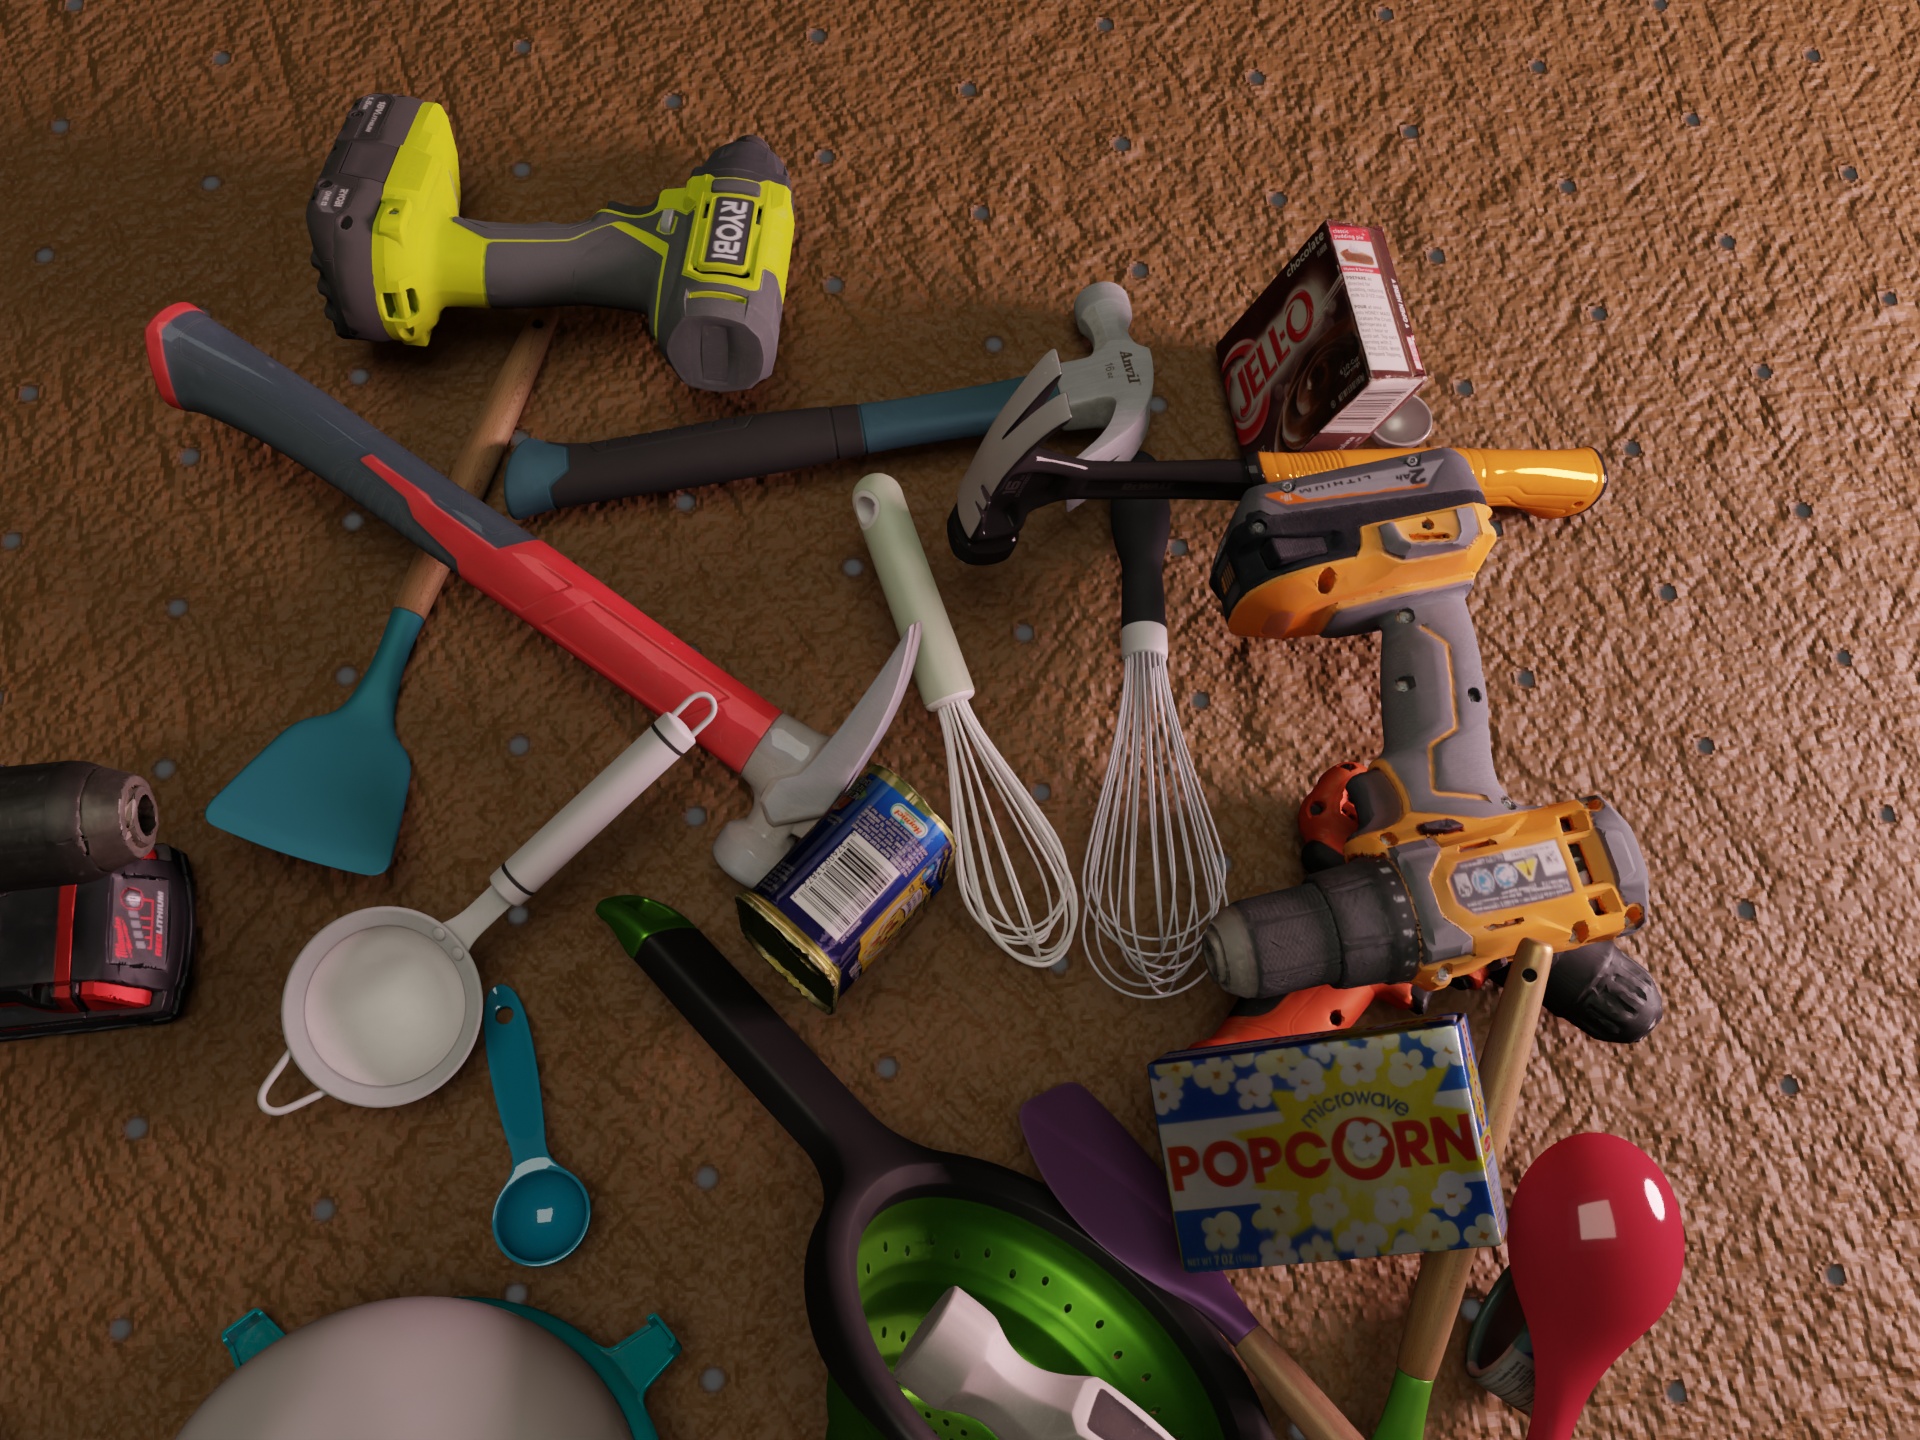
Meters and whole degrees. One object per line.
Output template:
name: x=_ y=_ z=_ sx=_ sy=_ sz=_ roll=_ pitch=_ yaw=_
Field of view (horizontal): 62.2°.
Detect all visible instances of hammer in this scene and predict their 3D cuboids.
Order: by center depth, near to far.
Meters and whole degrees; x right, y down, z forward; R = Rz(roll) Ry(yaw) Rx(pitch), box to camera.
hammer: x=-0.025 y=0.319 z=0.532 sx=0.130 sy=0.331 sz=0.031 roll=35 pitch=33 yaw=5
hammer: x=-0.204 y=-0.087 z=0.733 sx=0.386 sy=0.038 sz=0.143 roll=35 pitch=100 yaw=3
hammer: x=0.168 y=-0.119 z=0.752 sx=0.336 sy=0.127 sz=0.034 roll=-3 pitch=66 yaw=-20
hammer: x=-0.064 y=-0.146 z=0.804 sx=0.331 sy=0.033 sz=0.128 roll=-10 pitch=57 yaw=-3

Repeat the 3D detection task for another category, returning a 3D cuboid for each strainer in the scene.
strainer: x=-0.221 y=0.340 z=0.534 sx=0.211 sy=0.095 sz=0.341 roll=-1 pitch=44 yaw=4
strainer: x=-0.202 y=0.079 z=0.702 sx=0.258 sy=0.050 sz=0.087 roll=-43 pitch=86 yaw=-1

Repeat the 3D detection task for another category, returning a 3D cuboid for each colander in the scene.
colander: x=-0.040 y=0.225 z=0.653 sx=0.397 sy=0.204 sz=0.094 roll=41 pitch=109 yaw=27

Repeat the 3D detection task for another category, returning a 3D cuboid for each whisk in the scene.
whisk: x=-0.001 y=-0.002 z=0.743 sx=0.059 sy=0.058 sz=0.246 roll=-12 pitch=79 yaw=-45
whisk: x=0.088 y=-0.007 z=0.762 sx=0.070 sy=0.070 sz=0.285 roll=2 pitch=66 yaw=-2

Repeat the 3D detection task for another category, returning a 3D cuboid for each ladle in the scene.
ladle: x=0.217 y=0.317 z=0.623 sx=0.069 sy=0.031 sz=0.315 roll=16 pitch=90 yaw=5

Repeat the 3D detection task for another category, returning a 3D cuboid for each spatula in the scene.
spatula: x=0.132 y=0.269 z=0.638 sx=0.059 sy=0.018 sz=0.316 roll=-14 pitch=50 yaw=-45
spatula: x=-0.258 y=-0.077 z=0.774 sx=0.082 sy=0.044 sz=0.318 roll=19 pitch=70 yaw=-7

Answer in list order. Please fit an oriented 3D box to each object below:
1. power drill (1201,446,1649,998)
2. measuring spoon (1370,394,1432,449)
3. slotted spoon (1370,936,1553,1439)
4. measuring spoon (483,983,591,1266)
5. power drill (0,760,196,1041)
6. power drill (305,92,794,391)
power drill: x=0.175 y=0.007 z=0.698 sx=0.185 sy=0.084 sz=0.226 roll=-12 pitch=72 yaw=-6
measuring spoon: x=0.221 y=-0.194 z=0.853 sx=0.034 sy=0.018 sz=0.124 roll=-9 pitch=65 yaw=-4
slotted spoon: x=0.194 y=0.240 z=0.645 sx=0.070 sy=0.031 sz=0.314 roll=15 pitch=92 yaw=15
measuring spoon: x=-0.192 y=0.179 z=0.707 sx=0.042 sy=0.021 sz=0.129 roll=-15 pitch=63 yaw=-8
power drill: x=-0.379 y=0.067 z=0.622 sx=0.188 sy=0.226 sz=0.080 roll=-6 pitch=72 yaw=-4
power drill: x=-0.198 y=-0.251 z=0.813 sx=0.223 sy=0.080 sz=0.171 roll=5 pitch=53 yaw=-4
